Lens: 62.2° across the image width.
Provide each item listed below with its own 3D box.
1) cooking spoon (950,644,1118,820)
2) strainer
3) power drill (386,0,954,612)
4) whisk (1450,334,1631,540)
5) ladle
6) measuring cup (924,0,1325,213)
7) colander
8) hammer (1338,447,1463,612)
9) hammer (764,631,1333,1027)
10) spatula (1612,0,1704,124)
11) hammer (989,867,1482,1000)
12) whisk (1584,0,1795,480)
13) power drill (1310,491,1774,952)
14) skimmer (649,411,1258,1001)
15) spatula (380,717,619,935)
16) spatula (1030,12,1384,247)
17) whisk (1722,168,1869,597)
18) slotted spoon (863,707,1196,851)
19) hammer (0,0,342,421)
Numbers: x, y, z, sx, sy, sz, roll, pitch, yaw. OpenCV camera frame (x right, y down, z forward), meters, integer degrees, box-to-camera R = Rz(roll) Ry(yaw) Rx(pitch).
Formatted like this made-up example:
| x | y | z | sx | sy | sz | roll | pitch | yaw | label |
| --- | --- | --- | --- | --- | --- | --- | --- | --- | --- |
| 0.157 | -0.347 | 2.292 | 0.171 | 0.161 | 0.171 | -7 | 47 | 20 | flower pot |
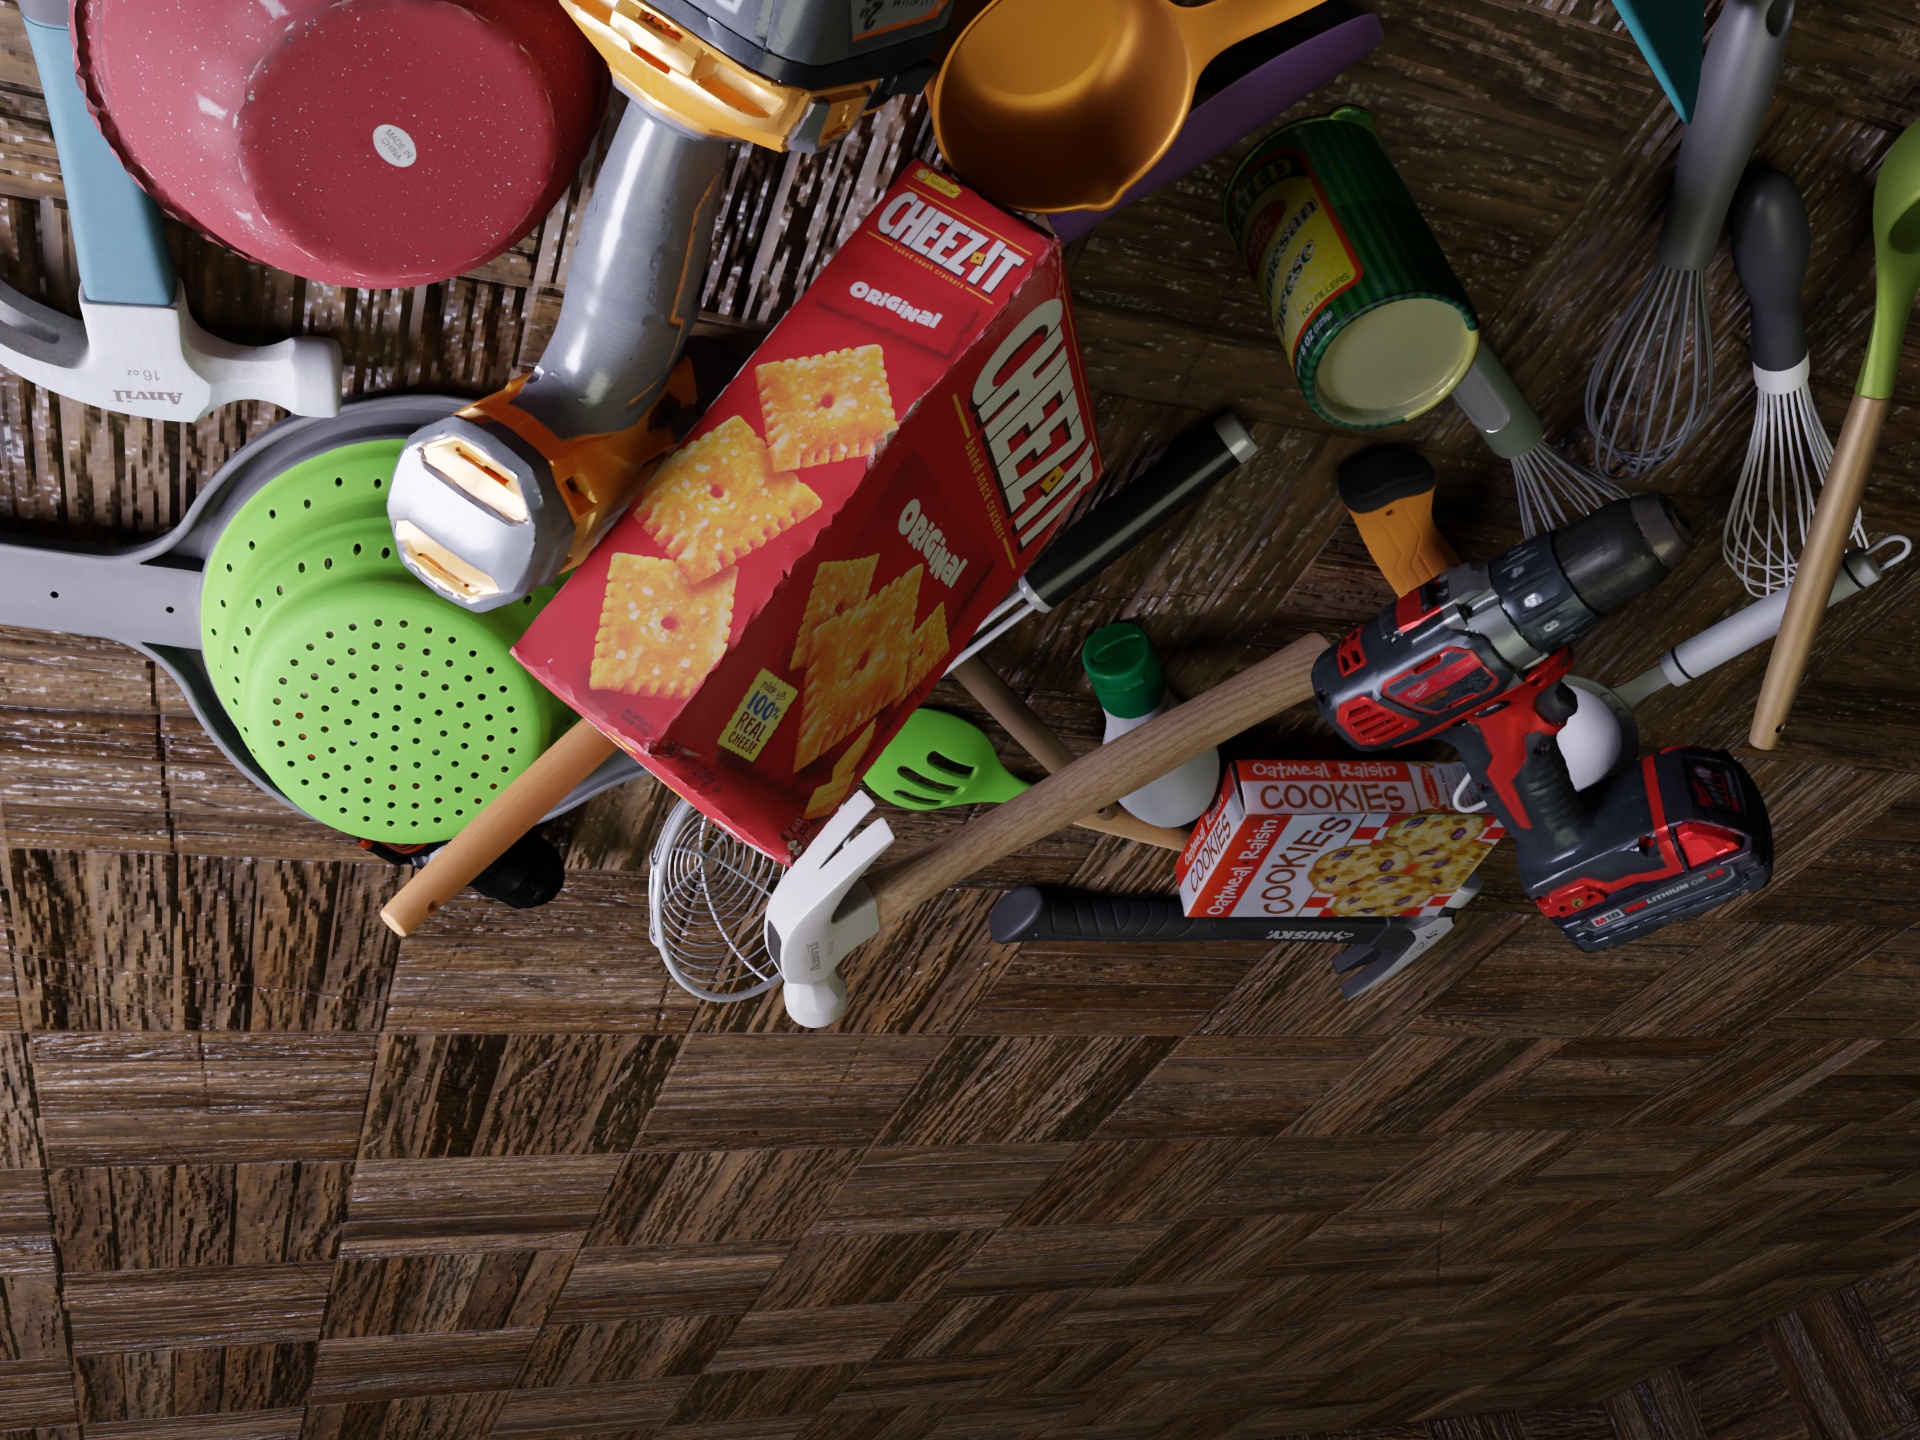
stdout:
| x | y | z | sx | sy | sz | roll | pitch | yaw | label |
| --- | --- | --- | --- | --- | --- | --- | --- | --- | --- |
| 0.005 | -0.025 | 0.803 | 0.069 | 0.017 | 0.318 | -33 | 136 | 13 | cooking spoon |
| 0.368 | -0.024 | 0.831 | 0.087 | 0.050 | 0.258 | 45 | 129 | -10 | strainer |
| -0.087 | -0.155 | 0.518 | 0.084 | 0.185 | 0.226 | 34 | 121 | 2 | power drill |
| 0.261 | -0.127 | 0.737 | 0.058 | 0.059 | 0.246 | -6 | 150 | 42 | whisk |
| 0.408 | -0.116 | 0.706 | 0.078 | 0.062 | 0.320 | -14 | 125 | -19 | ladle |
| 0.068 | -0.237 | 0.523 | 0.173 | 0.052 | 0.095 | -23 | 143 | 11 | measuring cup |
| -0.294 | -0.029 | 0.613 | 0.397 | 0.095 | 0.204 | 7 | 116 | -12 | colander |
| 0.271 | -0.039 | 0.866 | 0.127 | 0.034 | 0.336 | -28 | 141 | 19 | hammer |
| 0.053 | 0.036 | 0.787 | 0.331 | 0.031 | 0.130 | -27 | 146 | -19 | hammer |
| 0.190 | -0.323 | 0.447 | 0.044 | 0.082 | 0.317 | 4 | 146 | 26 | spatula |
| 0.178 | 0.139 | 1.077 | 0.334 | 0.035 | 0.146 | 4 | 140 | -21 | hammer |
| 0.303 | -0.194 | 0.657 | 0.055 | 0.055 | 0.238 | -11 | 139 | -3 | whisk |
| 0.311 | 0.000 | 0.787 | 0.226 | 0.080 | 0.188 | 41 | 128 | -21 | power drill |
| -0.001 | -0.002 | 0.743 | 0.363 | 0.090 | 0.127 | -37 | 142 | 16 | skimmer |
| -0.097 | -0.028 | 0.635 | 0.323 | 0.041 | 0.081 | -47 | 153 | -28 | spatula |
| 0.015 | -0.175 | 0.609 | 0.316 | 0.018 | 0.060 | -27 | 178 | 23 | spatula |
| 0.386 | -0.143 | 0.745 | 0.070 | 0.070 | 0.284 | -23 | 138 | 15 | whisk |
| 0.072 | 0.051 | 0.934 | 0.313 | 0.031 | 0.070 | 17 | 128 | -36 | slotted spoon |
| -0.259 | -0.220 | 0.463 | 0.128 | 0.033 | 0.330 | -1 | 142 | -17 | hammer |
